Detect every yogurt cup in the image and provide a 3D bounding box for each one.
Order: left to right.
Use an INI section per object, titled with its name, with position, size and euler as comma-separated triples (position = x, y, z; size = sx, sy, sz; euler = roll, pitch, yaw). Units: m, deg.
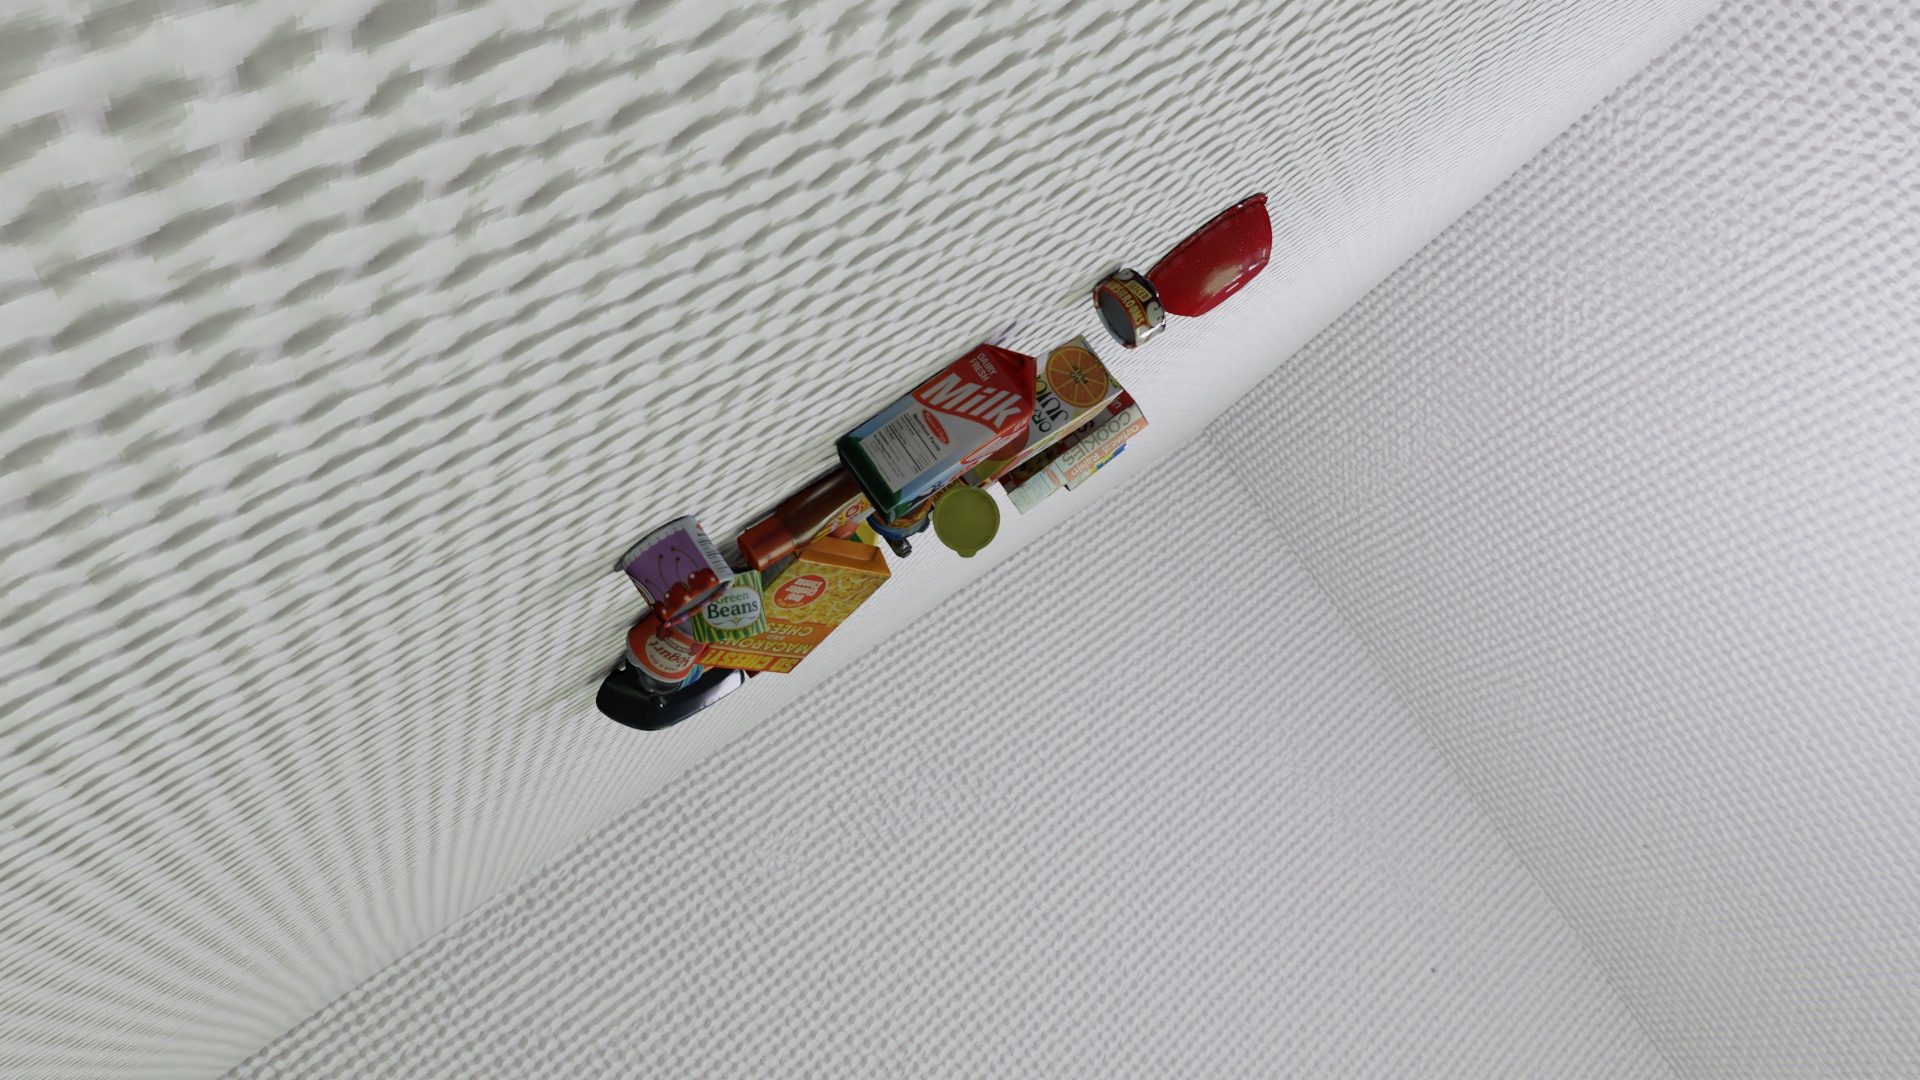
[yogurt cup]
position = -0.263, 0.087, 1.269
size = 0.053, 0.072, 0.072
euler = -46, 170, 24

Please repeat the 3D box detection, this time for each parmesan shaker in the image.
[parmesan shaker]
position = 0.005, -0.018, 1.403
size = 0.071, 0.071, 0.103
euler = -35, 179, -1

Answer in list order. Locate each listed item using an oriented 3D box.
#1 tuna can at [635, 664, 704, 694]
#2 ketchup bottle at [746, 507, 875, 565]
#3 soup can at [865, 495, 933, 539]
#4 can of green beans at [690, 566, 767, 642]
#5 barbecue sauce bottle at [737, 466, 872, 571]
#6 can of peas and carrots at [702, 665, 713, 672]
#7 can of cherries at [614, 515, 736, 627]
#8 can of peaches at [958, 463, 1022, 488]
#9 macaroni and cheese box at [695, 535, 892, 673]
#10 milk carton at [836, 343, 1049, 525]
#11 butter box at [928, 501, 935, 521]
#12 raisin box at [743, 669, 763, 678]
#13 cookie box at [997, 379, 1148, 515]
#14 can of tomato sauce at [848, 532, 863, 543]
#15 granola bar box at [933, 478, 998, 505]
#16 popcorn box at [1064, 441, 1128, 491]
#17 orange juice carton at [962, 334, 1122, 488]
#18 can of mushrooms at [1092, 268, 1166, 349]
[tuna can]
position = -0.284, 0.115, 1.350
size = 0.070, 0.071, 0.033
euler = -39, 174, 34
[ketchup bottle]
position = -0.133, -0.009, 1.319
size = 0.148, 0.043, 0.065
euler = -38, 164, 22
[soup can]
position = -0.059, -0.040, 1.368
size = 0.071, 0.071, 0.083
euler = -34, 174, -11
[can of green beans]
position = -0.207, 0.056, 1.226
size = 0.071, 0.057, 0.071
euler = -7, -176, 1
[barbecue sauce bottle]
position = -0.125, -0.026, 1.223
size = 0.149, 0.044, 0.064
euler = -33, 171, -21
[can of peas and carrots]
position = -0.256, 0.095, 1.392
size = 0.071, 0.059, 0.071
euler = -34, 175, -4
[can of cherries]
position = -0.213, 0.025, 1.040
size = 0.071, 0.058, 0.071
euler = -35, 175, -4
[can of peaches]
position = 0.026, -0.092, 1.438
size = 0.058, 0.071, 0.071
euler = -31, 173, -28
[macaroni and cheese box]
position = -0.165, 0.060, 1.317
size = 0.124, 0.040, 0.166
euler = 13, 133, -48
[milk carton]
position = -0.005, -0.099, 1.165
size = 0.191, 0.073, 0.072
euler = -35, 174, -6
[butter box]
position = -0.048, -0.047, 1.474
size = 0.024, 0.053, 0.103
euler = -33, 174, 2
[raisin box]
position = -0.208, 0.091, 1.519
size = 0.040, 0.086, 0.124
euler = -40, 173, 29
[cookie box]
position = 0.105, -0.118, 1.505
size = 0.167, 0.040, 0.123
euler = -35, -143, 3
[can of tomato sauce]
position = -0.126, 0.019, 1.398
size = 0.071, 0.083, 0.071
euler = -35, 174, -4
[granola bar box]
position = 0.006, -0.076, 1.635
size = 0.166, 0.039, 0.123
euler = -30, 173, -46
[popcorn box]
position = 0.120, -0.117, 1.560
size = 0.085, 0.038, 0.127
euler = -38, -142, -3
[orange juice carton]
position = 0.062, -0.123, 1.381
size = 0.193, 0.072, 0.072
euler = -33, 174, -28
[can of mushrooms]
position = 0.149, -0.205, 1.227
size = 0.033, 0.071, 0.071
euler = -33, 174, -13
